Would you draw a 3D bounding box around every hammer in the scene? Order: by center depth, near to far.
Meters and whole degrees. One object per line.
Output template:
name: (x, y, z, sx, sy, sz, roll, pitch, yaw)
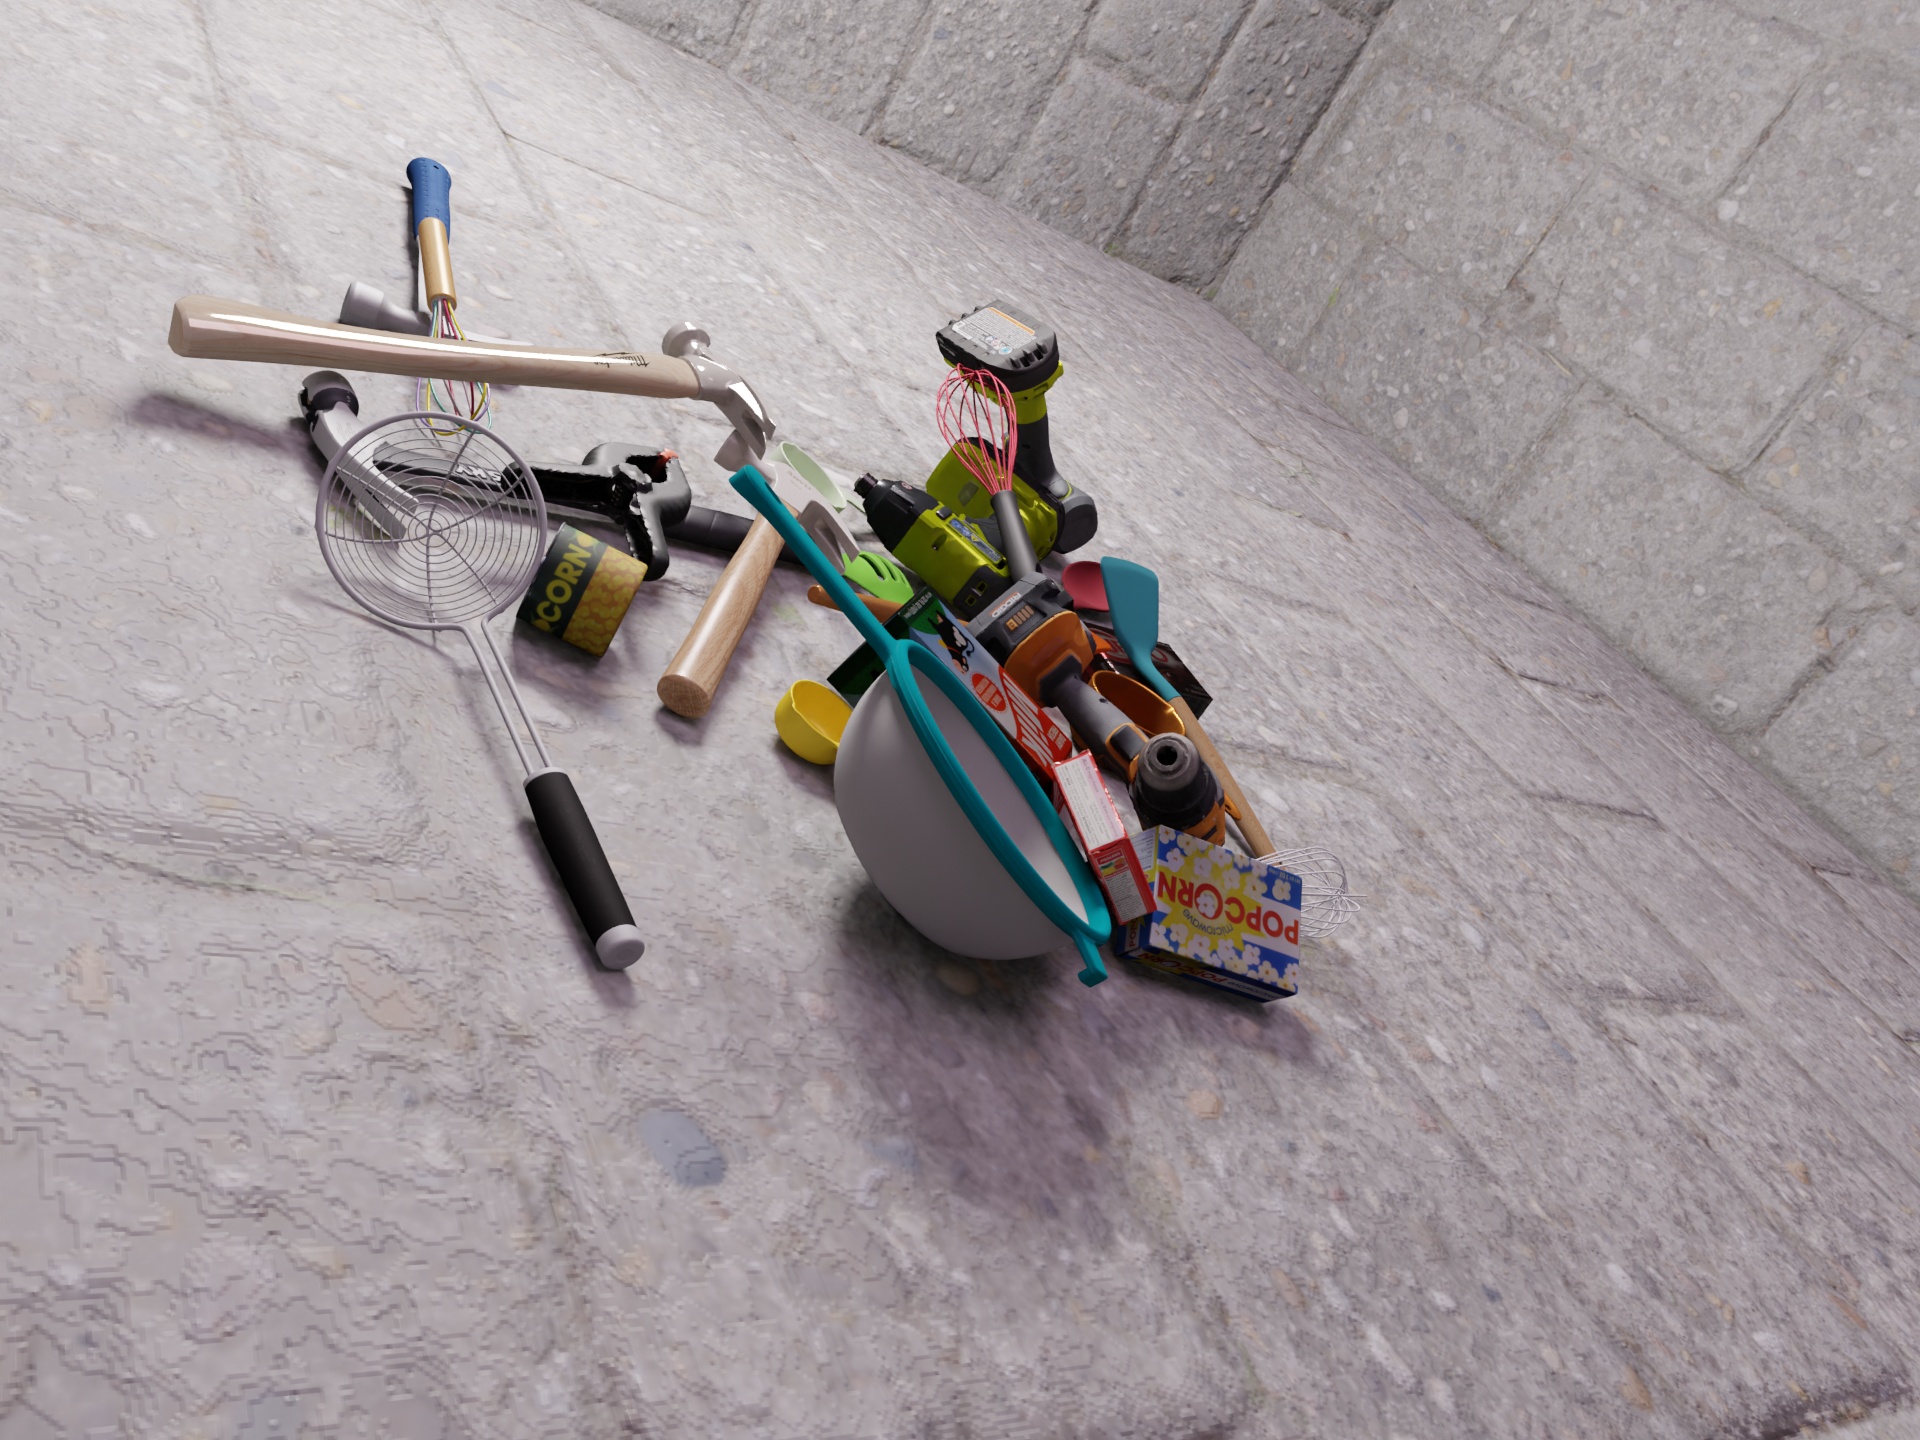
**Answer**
hammer: (-0.321, -0.243, 1.100, 0.410, 0.038, 0.146, -5, 45, -42)
hammer: (-0.149, -0.099, 1.120, 0.130, 0.031, 0.332, 35, 30, -14)
hammer: (-0.253, -0.153, 1.139, 0.408, 0.036, 0.149, 8, 35, -44)
hammer: (-0.451, -0.403, 1.372, 0.144, 0.035, 0.406, 18, 28, -29)

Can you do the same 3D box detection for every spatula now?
spatula: (-0.001, -0.079, 1.225, 0.081, 0.041, 0.322, 34, 15, 35)
spatula: (0.195, -0.002, 1.316, 0.082, 0.044, 0.318, 10, 44, -47)

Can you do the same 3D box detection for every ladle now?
ladle: (0.084, -0.097, 1.448, 0.069, 0.031, 0.315, 35, 26, 11)

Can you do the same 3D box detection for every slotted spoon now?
slotted spoon: (-0.007, -0.040, 1.231, 0.070, 0.031, 0.314, 8, 35, -48)

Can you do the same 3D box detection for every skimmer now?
skimmer: (-0.245, -0.028, 0.846, 0.127, 0.090, 0.364, -20, 51, -20)

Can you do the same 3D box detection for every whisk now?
whisk: (0.180, 0.119, 1.127, 0.284, 0.070, 0.070, 7, 34, -35)
whisk: (-0.381, -0.298, 1.188, 0.051, 0.047, 0.245, 10, 45, -35)
whisk: (0.032, -0.205, 1.378, 0.073, 0.073, 0.296, 15, 45, -34)

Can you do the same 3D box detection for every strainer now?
strainer: (-0.047, 0.014, 0.912, 0.340, 0.095, 0.211, 52, 10, -13)

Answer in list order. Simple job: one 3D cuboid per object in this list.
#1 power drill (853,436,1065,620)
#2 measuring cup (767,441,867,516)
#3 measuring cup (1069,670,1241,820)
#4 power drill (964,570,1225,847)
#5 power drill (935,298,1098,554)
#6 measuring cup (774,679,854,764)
power drill: (0.003, -0.180, 1.434, 0.171, 0.080, 0.223, 40, 27, 0)
measuring cup: (-0.112, -0.183, 1.375, 0.167, 0.038, 0.083, 28, 25, -55)
measuring cup: (0.153, 0.034, 1.254, 0.095, 0.052, 0.174, 3, 39, -47)
power drill: (0.101, -0.002, 1.135, 0.226, 0.084, 0.185, 49, -4, 22)
power drill: (0.048, -0.293, 1.582, 0.080, 0.228, 0.191, -31, 44, -16)
measuring cup: (-0.072, 0.042, 1.012, 0.062, 0.029, 0.157, 7, 46, -52)
